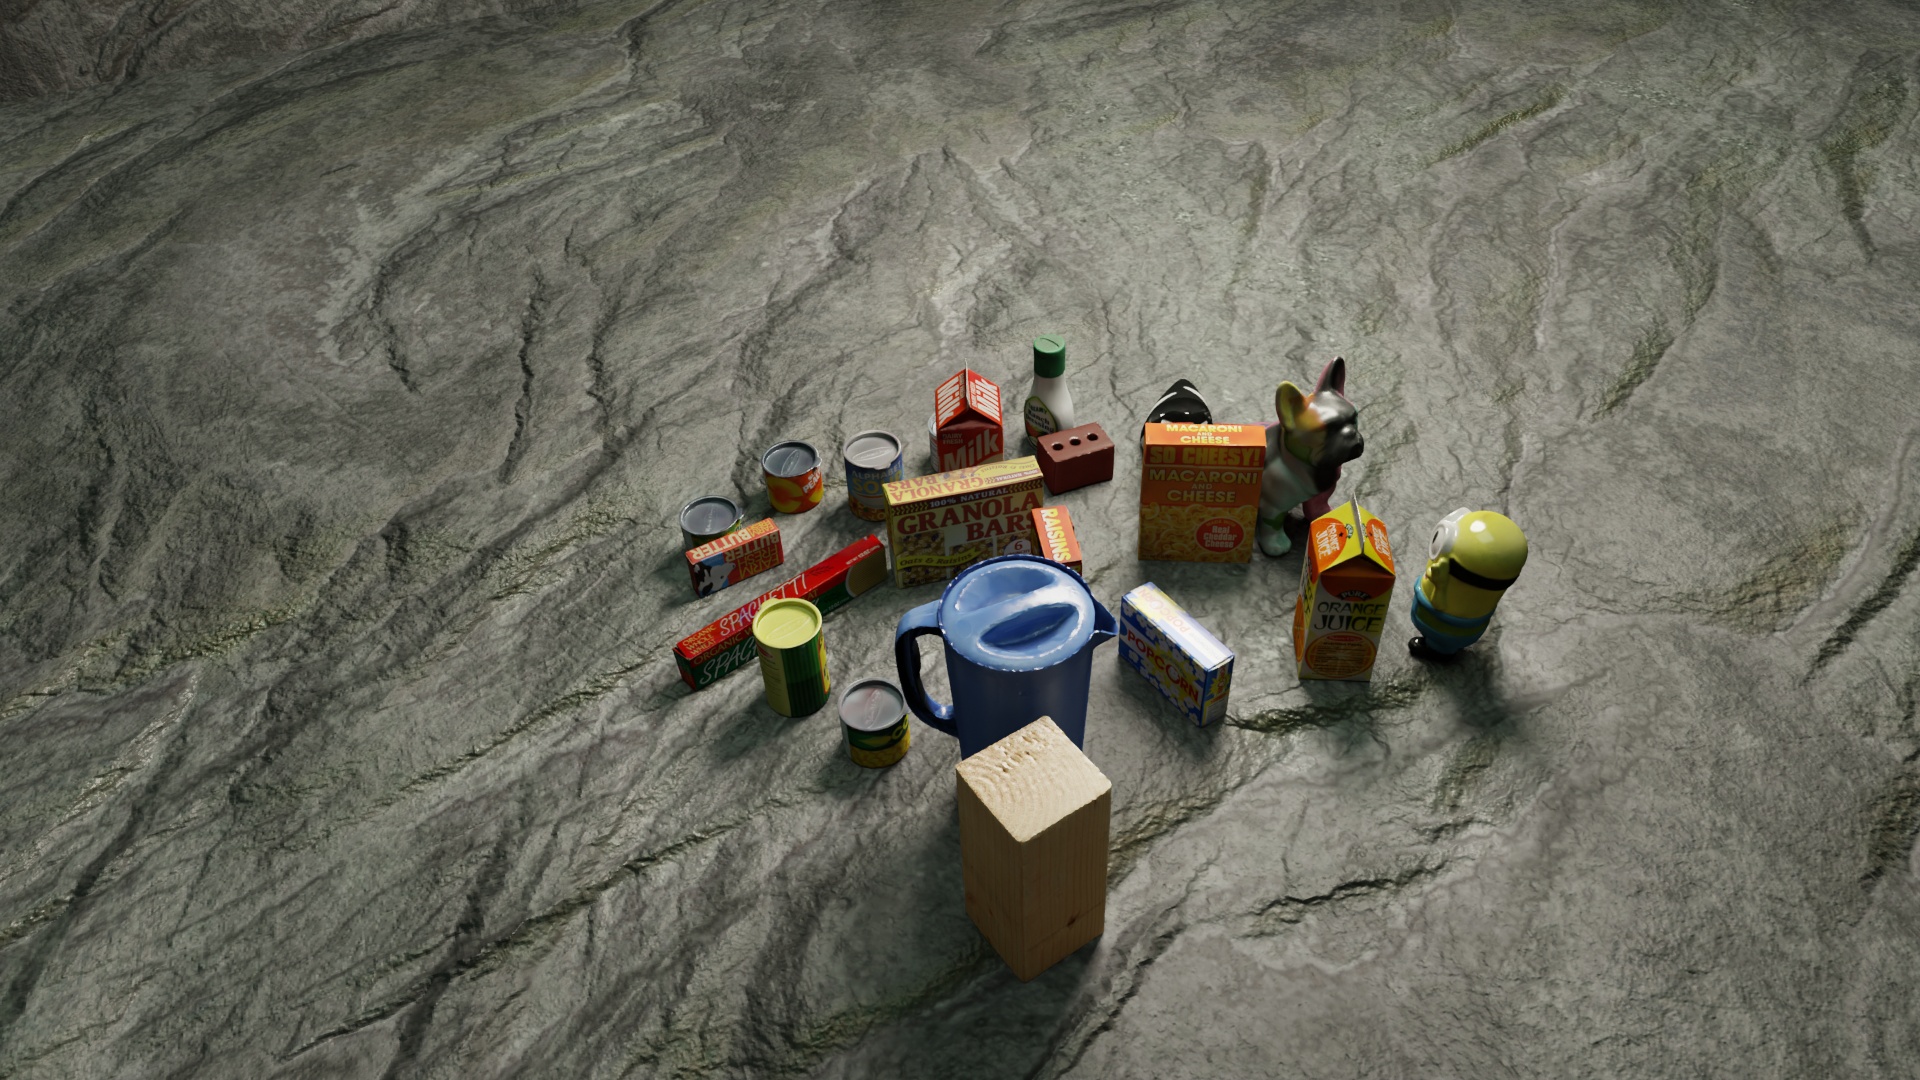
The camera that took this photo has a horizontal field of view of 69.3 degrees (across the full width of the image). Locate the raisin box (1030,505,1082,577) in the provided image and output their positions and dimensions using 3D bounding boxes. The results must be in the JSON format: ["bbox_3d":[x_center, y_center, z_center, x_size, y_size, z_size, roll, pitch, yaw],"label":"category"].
[{"bbox_3d":[0.098,0.038,1.418,0.040,0.122,0.086,-7,43,-4],"label":"raisin box"}]

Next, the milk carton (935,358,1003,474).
[{"bbox_3d":[0.010,-0.104,1.525,0.073,0.189,0.073,-3,43,0],"label":"milk carton"}]

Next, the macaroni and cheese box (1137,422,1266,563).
[{"bbox_3d":[0.252,-0.050,1.472,0.124,0.165,0.040,2,43,5],"label":"macaroni and cheese box"}]

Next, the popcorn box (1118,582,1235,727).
[{"bbox_3d":[0.210,0.111,1.361,0.038,0.084,0.127,-27,48,-23],"label":"popcorn box"}]

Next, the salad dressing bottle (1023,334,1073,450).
[{"bbox_3d":[0.103,-0.171,1.624,0.044,0.146,0.064,-35,52,-30],"label":"salad dressing bottle"}]

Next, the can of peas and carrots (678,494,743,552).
[{"bbox_3d":[-0.271,-0.008,1.534,0.071,0.058,0.071,-2,43,2],"label":"can of peas and carrots"}]

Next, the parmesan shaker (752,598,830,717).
[{"bbox_3d":[-0.165,0.114,1.365,0.071,0.102,0.072,-2,43,2],"label":"parmesan shaker"}]

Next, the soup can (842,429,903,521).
[{"bbox_3d":[-0.096,-0.071,1.574,0.071,0.083,0.072,-2,43,2],"label":"soup can"}]

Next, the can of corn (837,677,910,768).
[{"bbox_3d":[-0.079,0.175,1.328,0.071,0.058,0.071,-2,43,2],"label":"can of corn"}]

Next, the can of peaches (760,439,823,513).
[{"bbox_3d":[-0.191,-0.073,1.599,0.071,0.057,0.071,-2,43,2],"label":"can of peaches"}]

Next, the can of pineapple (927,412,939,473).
[{"bbox_3d":[-0.003,-0.117,1.637,0.071,0.057,0.071,-2,43,2],"label":"can of pineapple"}]

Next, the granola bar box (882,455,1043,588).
[{"bbox_3d":[0.005,-0.019,1.483,0.166,0.123,0.039,-11,44,-9],"label":"granola bar box"}]

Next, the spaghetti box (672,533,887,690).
[{"bbox_3d":[-0.183,0.073,1.449,0.251,0.049,0.029,-31,50,-27],"label":"spaghetti box"}]

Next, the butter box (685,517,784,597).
[{"bbox_3d":[-0.244,0.018,1.508,0.104,0.052,0.024,-24,47,-21],"label":"butter box"}]

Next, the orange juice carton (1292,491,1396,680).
[{"bbox_3d":[0.371,0.047,1.343,0.073,0.191,0.072,2,43,5],"label":"orange juice carton"}]
